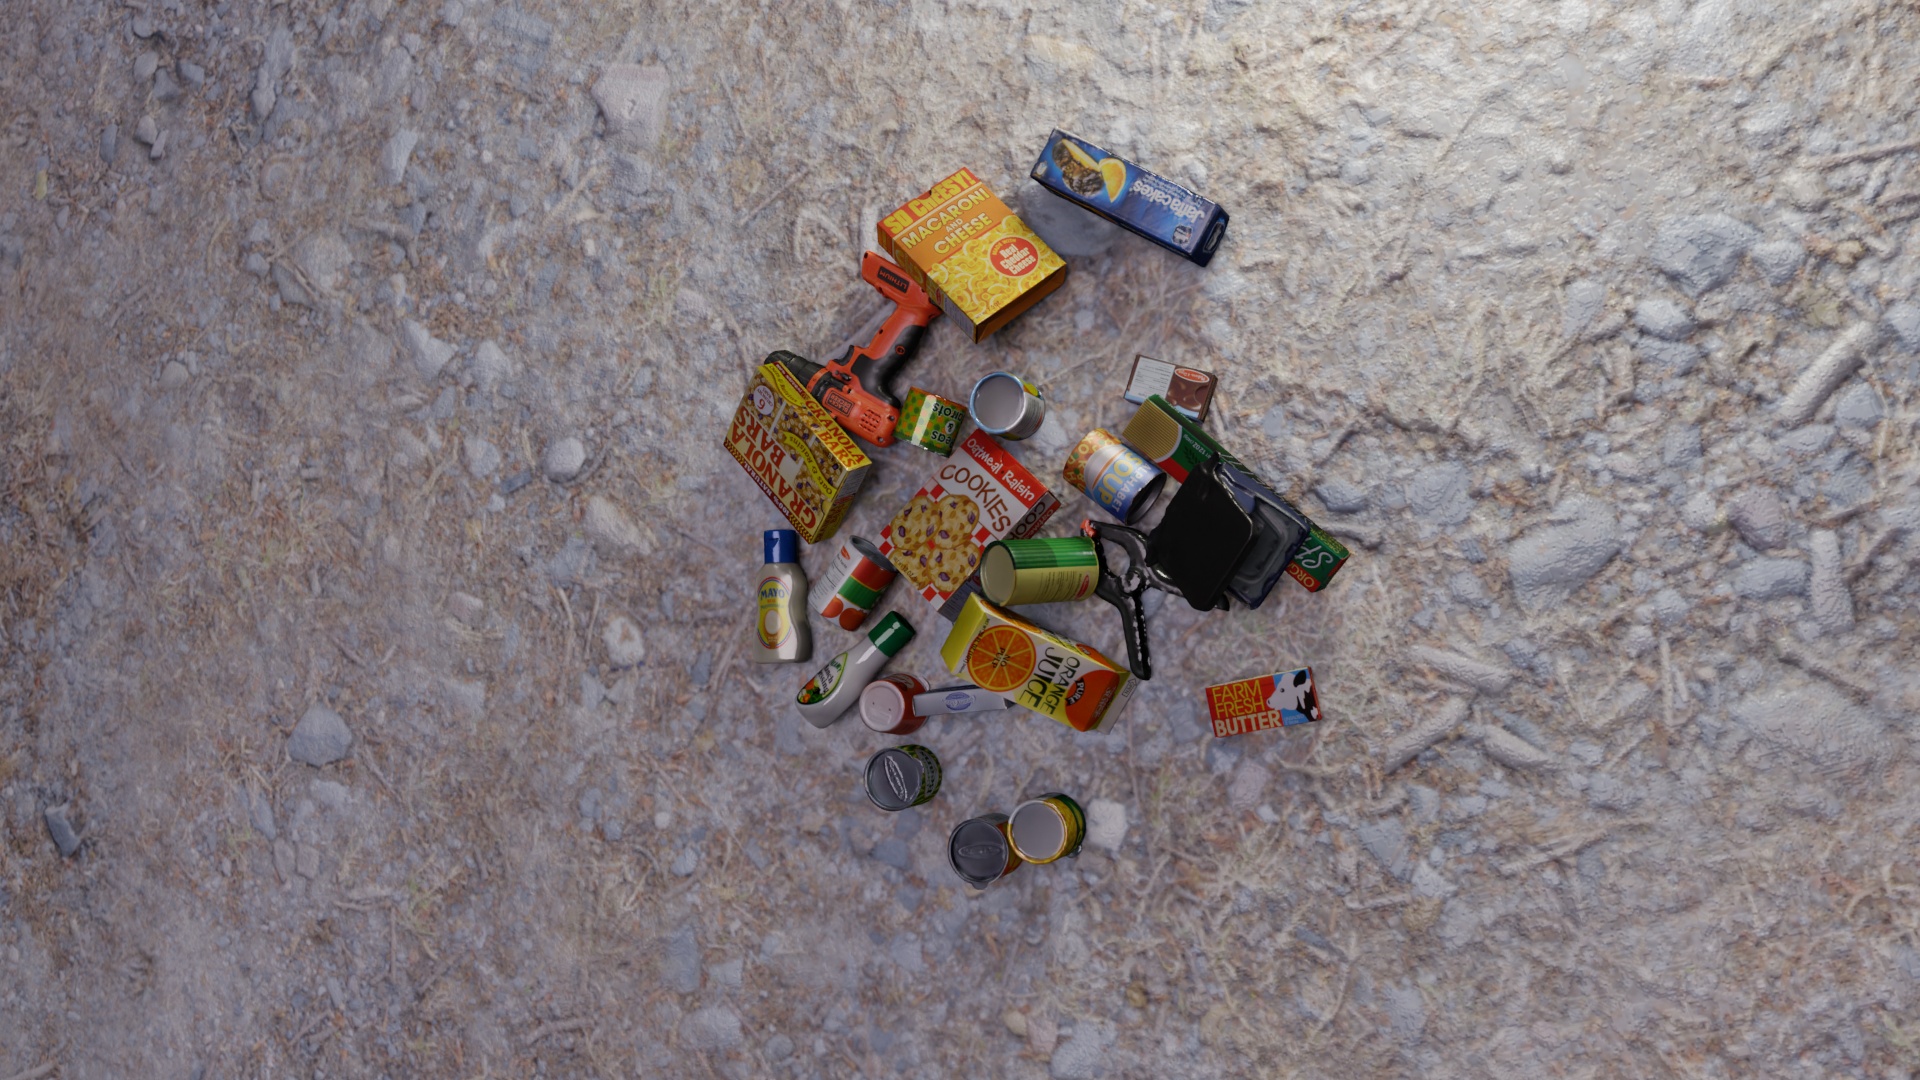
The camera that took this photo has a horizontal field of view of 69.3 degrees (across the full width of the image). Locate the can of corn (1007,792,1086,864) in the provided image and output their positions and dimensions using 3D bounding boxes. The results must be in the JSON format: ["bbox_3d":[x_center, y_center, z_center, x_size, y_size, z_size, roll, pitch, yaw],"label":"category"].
[{"bbox_3d":[0.088,0.293,1.401,0.071,0.058,0.071,-2,85,22],"label":"can of corn"}]

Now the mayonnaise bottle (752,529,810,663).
[{"bbox_3d":[-0.200,0.062,1.545,0.065,0.041,0.148,-4,85,23],"label":"mayonnaise bottle"}]

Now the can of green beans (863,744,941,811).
[{"bbox_3d":[-0.060,0.249,1.464,0.071,0.058,0.071,-2,85,22],"label":"can of green beans"}]

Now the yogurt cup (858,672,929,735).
[{"bbox_3d":[-0.073,0.175,1.478,0.072,0.054,0.072,-2,86,22],"label":"yogurt cup"}]

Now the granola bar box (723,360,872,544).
[{"bbox_3d":[-0.182,-0.096,1.524,0.166,0.039,0.123,48,132,18],"label":"granola bar box"}]

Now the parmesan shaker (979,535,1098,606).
[{"bbox_3d":[0.078,0.028,1.385,0.071,0.103,0.071,4,95,56],"label":"parmesan shaker"}]

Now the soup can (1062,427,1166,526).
[{"bbox_3d":[0.154,-0.065,1.397,0.084,0.071,0.071,38,100,20],"label":"soup can"}]

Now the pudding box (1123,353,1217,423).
[{"bbox_3d":[0.212,-0.153,1.403,0.084,0.030,0.049,18,92,22],"label":"pudding box"}]

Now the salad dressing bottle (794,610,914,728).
[{"bbox_3d":[-0.113,0.138,1.498,0.147,0.044,0.064,-44,28,6],"label":"salad dressing bottle"}]

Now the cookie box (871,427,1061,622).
[{"bbox_3d":[0.005,-0.018,1.438,0.167,0.040,0.123,-47,54,2],"label":"cookie box"}]

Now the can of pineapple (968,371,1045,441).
[{"bbox_3d":[0.047,-0.141,1.453,0.071,0.058,0.071,-2,85,22],"label":"can of pineapple"}]

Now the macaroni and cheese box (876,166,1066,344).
[{"bbox_3d":[0.010,-0.303,1.462,0.124,0.040,0.167,-37,71,-17],"label":"macaroni and cheese box"}]

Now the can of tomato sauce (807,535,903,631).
[{"bbox_3d":[-0.114,0.048,1.500,0.071,0.071,0.083,40,101,20],"label":"can of tomato sauce"}]

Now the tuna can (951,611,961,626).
[{"bbox_3d":[0.025,0.096,1.439,0.032,0.071,0.071,-37,74,15],"label":"tuna can"}]

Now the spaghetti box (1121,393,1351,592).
[{"bbox_3d":[0.267,-0.047,1.356,0.250,0.029,0.050,42,122,15],"label":"spaghetti box"}]

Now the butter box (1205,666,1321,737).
[{"bbox_3d":[0.294,0.158,1.348,0.103,0.024,0.053,-14,80,20],"label":"butter box"}]

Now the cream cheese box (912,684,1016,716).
[{"bbox_3d":[0.008,0.164,1.446,0.104,0.053,0.024,-8,90,22],"label":"cream cheese box"}]

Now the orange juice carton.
[{"bbox_3d":[0.083,0.129,1.383,0.193,0.073,0.071,25,97,-16],"label":"orange juice carton"}]

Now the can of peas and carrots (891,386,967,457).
[{"bbox_3d":[-0.031,-0.125,1.478,0.071,0.071,0.058,22,94,22],"label":"can of peas and carrots"}]

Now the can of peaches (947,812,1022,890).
[{"bbox_3d":[0.028,0.317,1.424,0.071,0.058,0.071,-2,86,21],"label":"can of peaches"}]
